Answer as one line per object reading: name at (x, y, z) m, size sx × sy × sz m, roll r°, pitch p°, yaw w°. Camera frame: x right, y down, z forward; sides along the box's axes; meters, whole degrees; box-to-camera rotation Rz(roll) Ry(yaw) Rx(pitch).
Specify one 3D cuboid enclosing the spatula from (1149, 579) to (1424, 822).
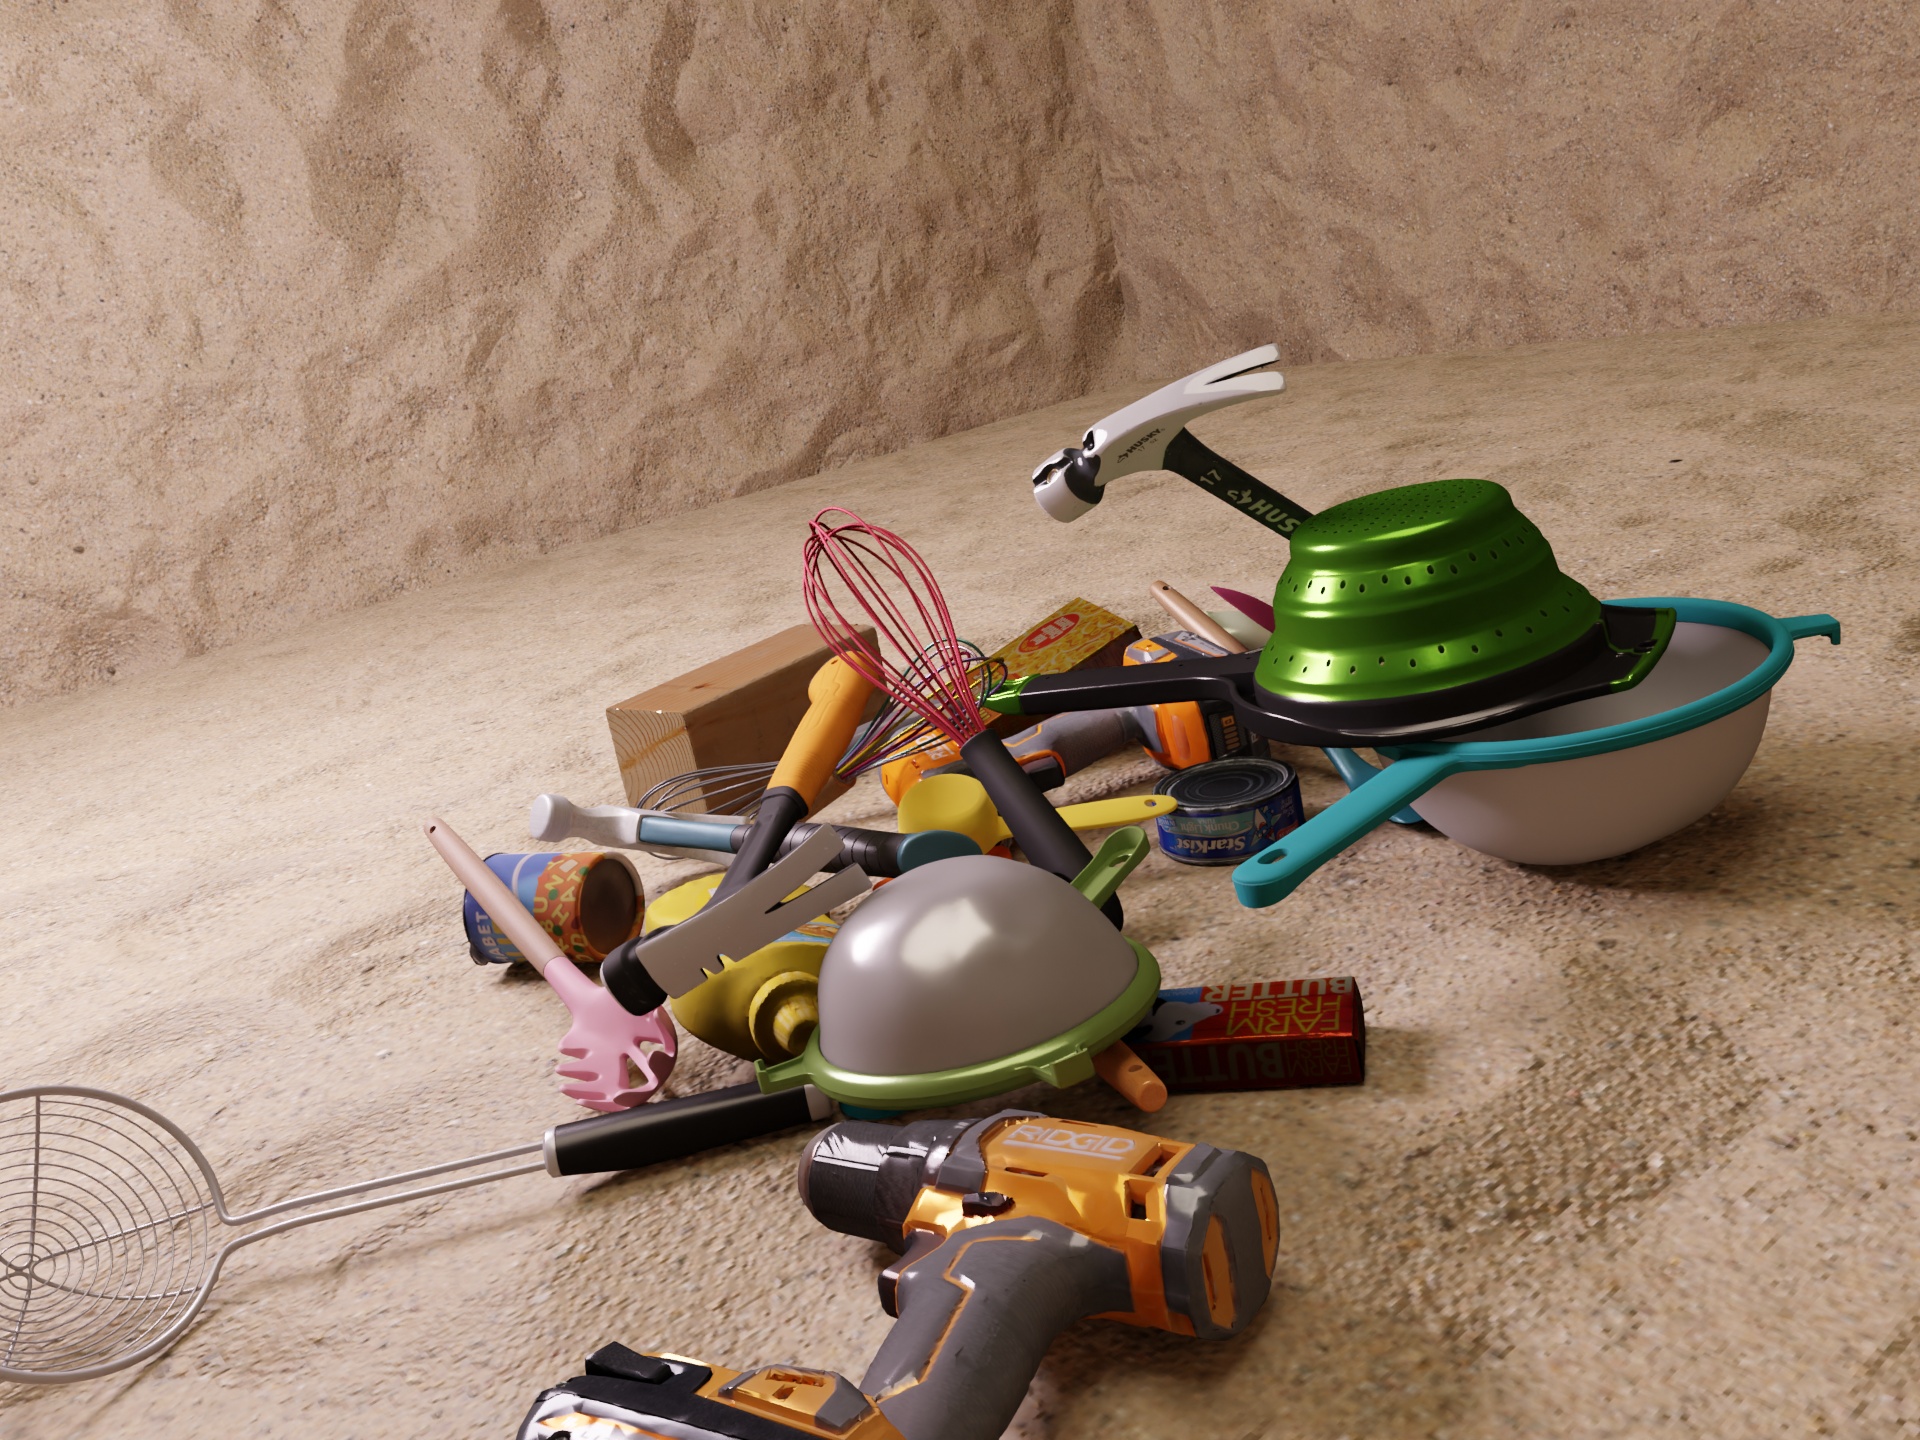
spatula at (0.208, -0.020, 0.995) m, size 0.082 × 0.044 × 0.318 m, roll -18°, pitch 39°, yaw -20°

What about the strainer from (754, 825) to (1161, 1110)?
strainer at (0.025, 0.078, 0.694) m, size 0.151 × 0.069 × 0.256 m, roll -9°, pitch 14°, yaw 30°

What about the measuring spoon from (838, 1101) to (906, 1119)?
measuring spoon at (0.002, 0.145, 0.723) m, size 0.128 × 0.021 × 0.042 m, roll -19°, pitch 17°, yaw -23°

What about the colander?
colander at (0.167, -0.061, 0.865) m, size 0.397 × 0.094 × 0.204 m, roll -5°, pitch 19°, yaw 36°

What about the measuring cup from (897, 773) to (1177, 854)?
measuring cup at (0.042, 0.047, 0.880) m, size 0.156 × 0.029 × 0.062 m, roll -7°, pitch 33°, yaw 3°

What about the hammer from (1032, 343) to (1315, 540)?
hammer at (0.238, -0.097, 0.937) m, size 0.408 × 0.036 × 0.149 m, roll 21°, pitch -37°, yaw -36°

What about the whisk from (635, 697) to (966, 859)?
whisk at (-0.108, 0.035, 1.073) m, size 0.239 × 0.055 × 0.055 m, roll -21°, pitch 16°, yaw 2°

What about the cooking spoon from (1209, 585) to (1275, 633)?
cooking spoon at (0.229, -0.066, 1.099) m, size 0.069 × 0.017 × 0.318 m, roll 39°, pitch 13°, yaw 18°

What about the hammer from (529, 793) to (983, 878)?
hammer at (-0.114, 0.070, 0.912) m, size 0.128 × 0.033 × 0.331 m, roll 12°, pitch -8°, yaw -41°

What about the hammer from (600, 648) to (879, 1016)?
hammer at (-0.079, 0.029, 0.818) m, size 0.127 × 0.034 × 0.337 m, roll -31°, pitch 15°, yaw 17°

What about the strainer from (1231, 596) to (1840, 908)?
strainer at (0.263, 0.039, 0.778) m, size 0.340 × 0.095 × 0.211 m, roll -27°, pitch 19°, yaw -30°

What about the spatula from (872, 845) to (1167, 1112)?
spatula at (0.030, 0.114, 0.741) m, size 0.081 × 0.041 × 0.323 m, roll -16°, pitch 9°, yaw -12°

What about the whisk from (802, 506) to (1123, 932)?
whisk at (-0.001, -0.003, 0.862) m, size 0.073 × 0.296 × 0.073 m, roll -31°, pitch -21°, yaw -13°

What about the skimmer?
skimmer at (-0.235, 0.180, 0.657) m, size 0.363 × 0.090 × 0.127 m, roll -11°, pitch 49°, yaw -7°

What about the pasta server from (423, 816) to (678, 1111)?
pasta server at (-0.230, 0.115, 0.843) m, size 0.060 × 0.040 × 0.316 m, roll -49°, pitch 42°, yaw -9°

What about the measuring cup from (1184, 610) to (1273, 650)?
measuring cup at (0.147, -0.015, 1.110) m, size 0.167 × 0.083 × 0.038 m, roll -25°, pitch 23°, yaw 9°

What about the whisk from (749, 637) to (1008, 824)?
whisk at (-0.062, 0.022, 0.981) m, size 0.245 × 0.051 × 0.047 m, roll -36°, pitch 18°, yaw 35°

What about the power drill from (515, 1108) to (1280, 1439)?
power drill at (-0.028, 0.191, 0.496) m, size 0.185 × 0.084 × 0.226 m, roll -2°, pitch 15°, yaw 38°

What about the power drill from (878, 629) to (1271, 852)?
power drill at (0.073, 0.023, 0.992) m, size 0.226 × 0.084 × 0.164 m, roll -19°, pitch 19°, yaw -11°
